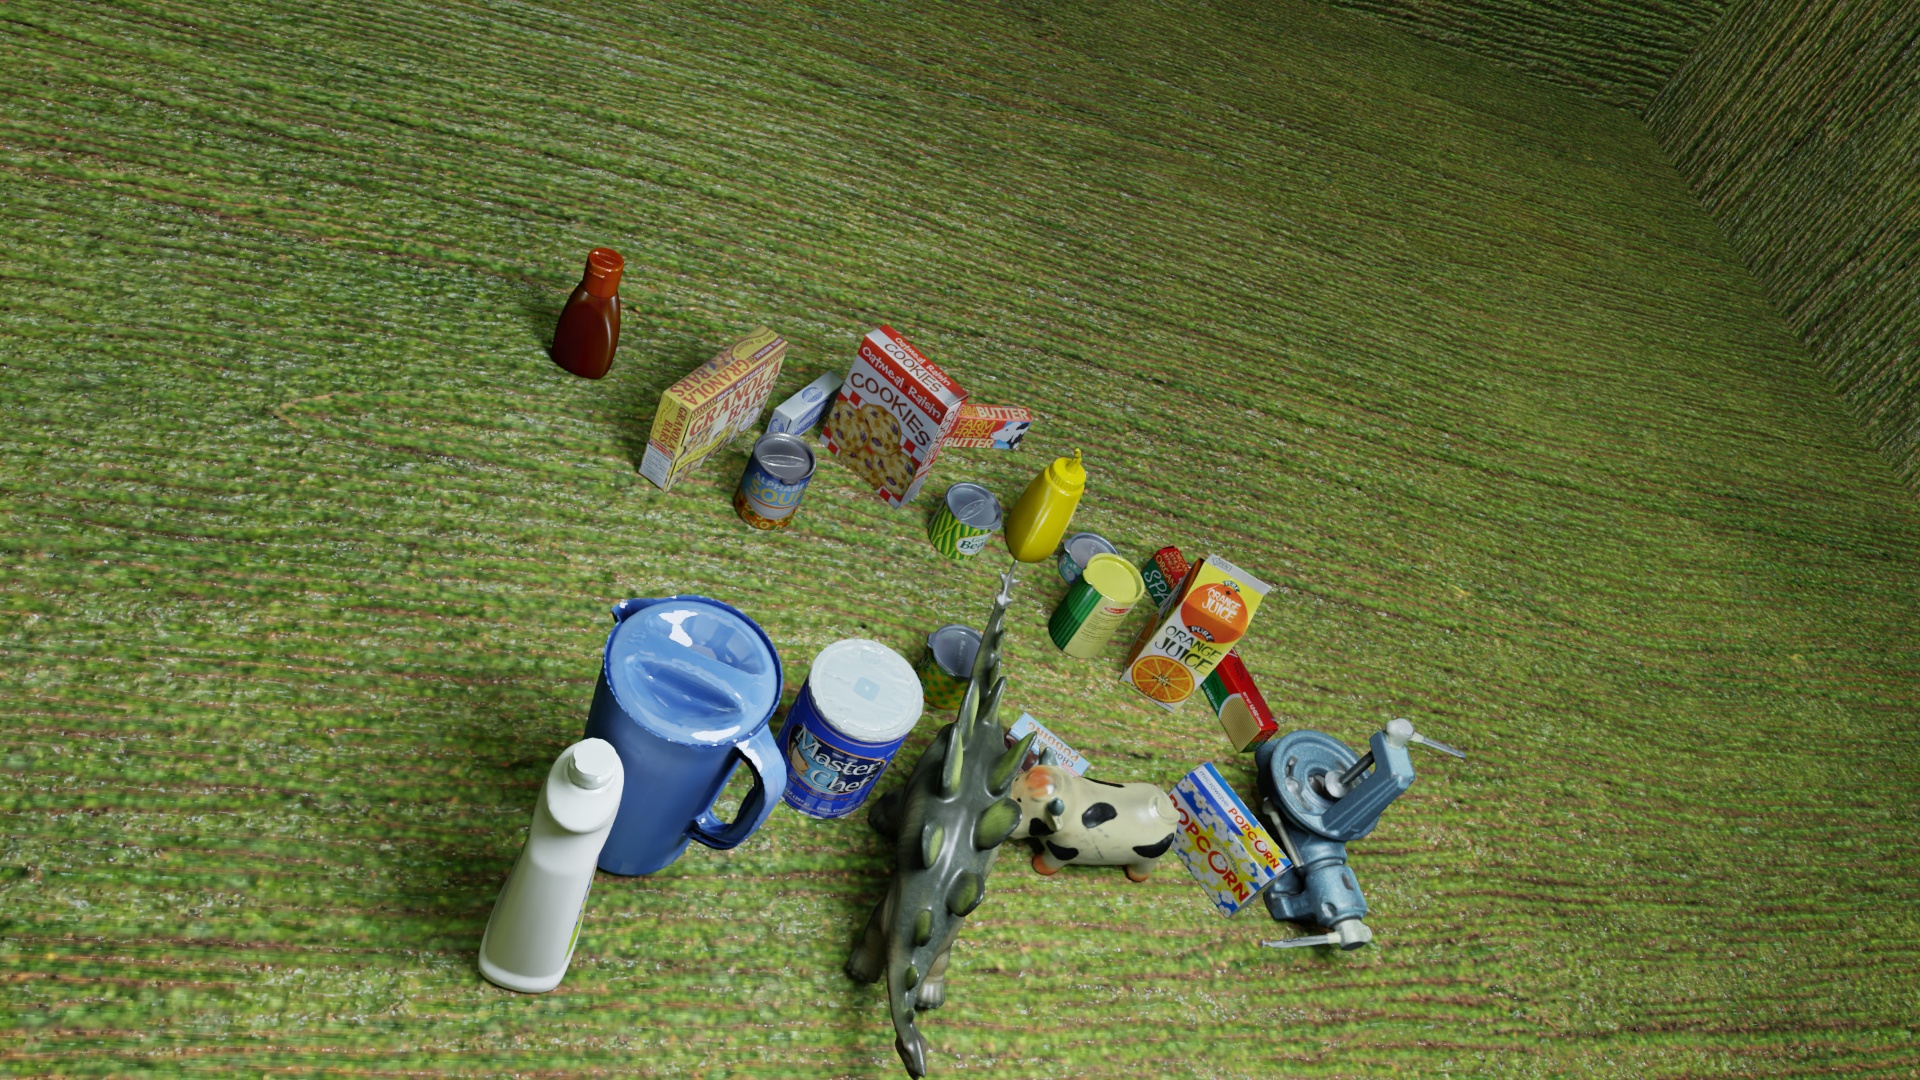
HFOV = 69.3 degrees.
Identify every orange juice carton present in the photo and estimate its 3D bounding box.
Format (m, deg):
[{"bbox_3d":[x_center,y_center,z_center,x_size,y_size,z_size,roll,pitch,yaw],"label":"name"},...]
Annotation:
[{"bbox_3d":[0.246,0.089,1.449,0.072,0.191,0.073,30,44,-1],"label":"orange juice carton"}]

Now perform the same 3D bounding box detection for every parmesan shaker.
[{"bbox_3d":[0.140,0.070,1.475,0.071,0.102,0.072,15,46,-16],"label":"parmesan shaker"}]

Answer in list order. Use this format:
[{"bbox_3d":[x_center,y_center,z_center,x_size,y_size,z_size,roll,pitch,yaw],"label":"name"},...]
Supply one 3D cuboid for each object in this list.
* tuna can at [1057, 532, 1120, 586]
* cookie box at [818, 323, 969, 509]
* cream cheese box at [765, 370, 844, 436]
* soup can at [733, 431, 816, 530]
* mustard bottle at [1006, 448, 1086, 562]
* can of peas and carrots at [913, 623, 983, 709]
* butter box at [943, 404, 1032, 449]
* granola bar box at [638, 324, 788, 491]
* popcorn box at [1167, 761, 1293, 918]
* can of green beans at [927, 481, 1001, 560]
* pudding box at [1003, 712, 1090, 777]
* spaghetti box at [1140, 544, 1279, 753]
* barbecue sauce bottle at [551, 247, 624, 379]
[{"bbox_3d":[0.143,0.025,1.568,0.071,0.032,0.071,15,46,-16],"label":"tuna can"},{"bbox_3d":[-0.074,-0.133,1.500,0.123,0.166,0.040,42,45,12],"label":"cookie box"},{"bbox_3d":[-0.173,-0.144,1.540,0.024,0.053,0.104,38,44,8],"label":"cream cheese box"},{"bbox_3d":[-0.192,-0.058,1.430,0.071,0.083,0.072,15,46,-16],"label":"soup can"},{"bbox_3d":[0.100,-0.043,1.515,0.049,0.159,0.065,4,50,-25],"label":"mustard bottle"},{"bbox_3d":[-0.010,0.125,1.377,0.071,0.058,0.071,15,46,-16],"label":"can of peas and carrots"},{"bbox_3d":[0.028,-0.134,1.638,0.104,0.052,0.024,1,51,-27],"label":"butter box"},{"bbox_3d":[-0.255,-0.138,1.440,0.039,0.123,0.166,37,44,6],"label":"granola bar box"},{"bbox_3d":[0.250,0.289,1.346,0.038,0.084,0.127,-19,62,-39],"label":"popcorn box"},{"bbox_3d":[0.004,-0.021,1.518,0.071,0.057,0.071,15,46,-16],"label":"can of green beans"},{"bbox_3d":[0.078,0.212,1.351,0.084,0.049,0.030,38,44,8],"label":"pudding box"},{"bbox_3d":[0.272,0.117,1.540,0.029,0.050,0.251,-4,53,-31],"label":"spaghetti box"},{"bbox_3d":[-0.383,-0.237,1.445,0.065,0.147,0.044,24,44,-7],"label":"barbecue sauce bottle"}]
